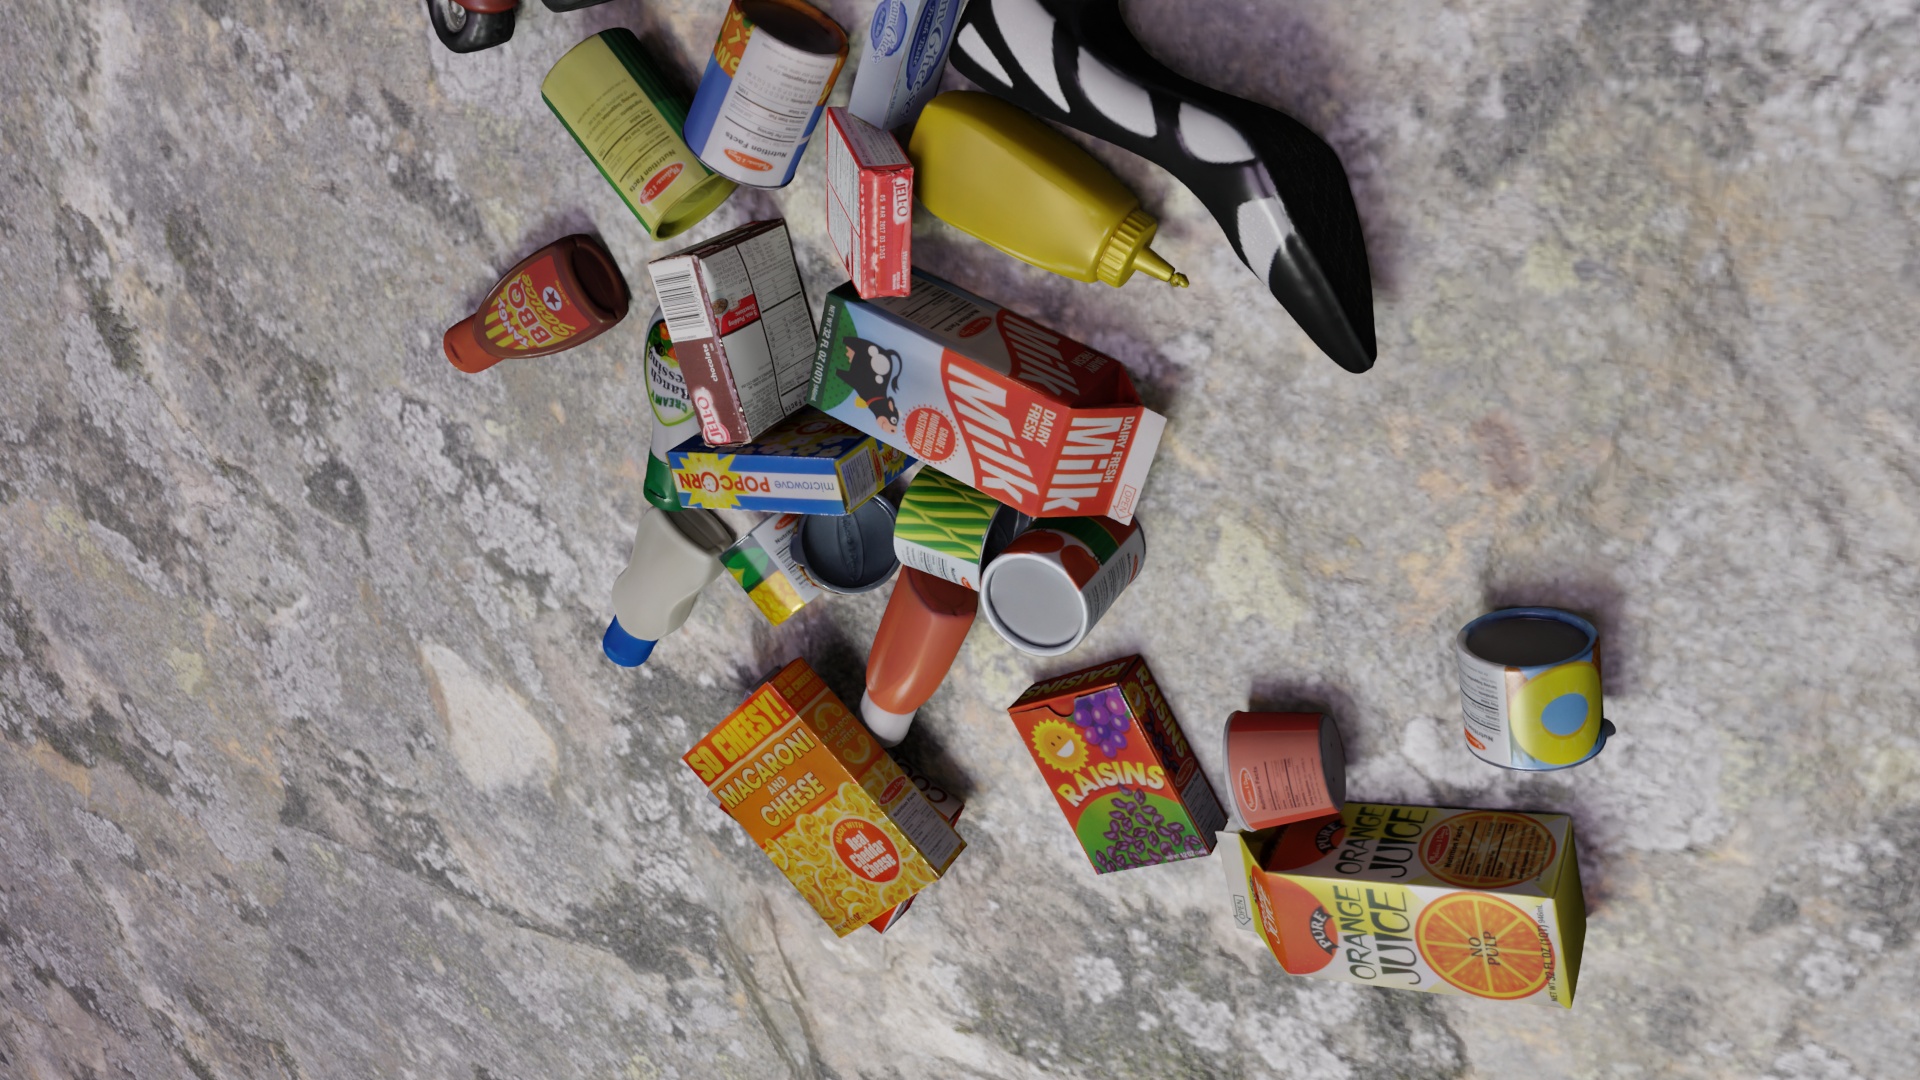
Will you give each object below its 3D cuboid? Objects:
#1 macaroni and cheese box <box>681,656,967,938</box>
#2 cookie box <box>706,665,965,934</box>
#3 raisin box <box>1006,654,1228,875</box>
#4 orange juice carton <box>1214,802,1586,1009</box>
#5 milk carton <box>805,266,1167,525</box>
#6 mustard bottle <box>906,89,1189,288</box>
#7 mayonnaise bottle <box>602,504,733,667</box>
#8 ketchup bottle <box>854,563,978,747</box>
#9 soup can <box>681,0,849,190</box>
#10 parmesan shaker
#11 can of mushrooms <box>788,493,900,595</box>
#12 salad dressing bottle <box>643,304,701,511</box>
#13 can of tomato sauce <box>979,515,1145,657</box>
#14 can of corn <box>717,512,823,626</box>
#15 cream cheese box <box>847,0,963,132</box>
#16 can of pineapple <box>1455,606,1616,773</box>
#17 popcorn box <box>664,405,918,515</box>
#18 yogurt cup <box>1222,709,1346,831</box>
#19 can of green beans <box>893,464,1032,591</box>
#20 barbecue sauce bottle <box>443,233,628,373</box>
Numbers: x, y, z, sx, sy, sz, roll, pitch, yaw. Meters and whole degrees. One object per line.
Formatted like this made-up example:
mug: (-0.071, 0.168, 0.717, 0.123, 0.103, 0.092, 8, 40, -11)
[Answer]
macaroni and cheese box: (-0.093, 0.173, 0.927, 0.166, 0.040, 0.123, 49, 129, 0)
cookie box: (-0.091, 0.185, 0.986, 0.167, 0.040, 0.122, 34, 127, 12)
raisin box: (0.095, 0.138, 0.848, 0.086, 0.040, 0.123, -21, 102, 38)
orange juice carton: (0.237, 0.196, 0.771, 0.192, 0.073, 0.071, -3, 113, 33)
milk carton: (0.017, -0.077, 0.758, 0.191, 0.074, 0.072, 27, 126, 16)
mustard bottle: (0.048, -0.169, 0.706, 0.160, 0.049, 0.065, 34, 133, 11)
mayonnaise bottle: (-0.213, 0.034, 0.978, 0.065, 0.041, 0.147, 43, 130, 6)
ketchup bottle: (-0.033, 0.073, 0.880, 0.148, 0.043, 0.065, 113, 148, -41)
soup can: (-0.106, -0.245, 0.749, 0.071, 0.072, 0.083, 39, 127, 7)
parmesan shaker: (-0.181, -0.235, 0.800, 0.071, 0.072, 0.103, -36, 93, 39)
can of mushrooms: (-0.071, 0.001, 0.847, 0.071, 0.071, 0.033, 54, 166, -4)
salad dressing bottle: (-0.176, -0.087, 0.888, 0.064, 0.044, 0.146, 29, 127, 17)
can of tomato sauce: (0.056, 0.017, 0.778, 0.071, 0.083, 0.070, 14, 121, 24)
can of corn: (-0.112, 0.014, 0.891, 0.071, 0.071, 0.058, -35, 94, 39)
cream cheese box: (-0.022, -0.261, 0.696, 0.024, 0.054, 0.103, 30, 127, 12)
can of pineapple: (0.282, 0.072, 0.684, 0.071, 0.071, 0.057, 0, 115, 31)
popcorn box: (-0.100, -0.051, 0.835, 0.126, 0.085, 0.038, 4, 118, 29)
yogurt cup: (0.182, 0.126, 0.775, 0.054, 0.073, 0.072, -11, 109, 26)
can of green beans: (0.002, -0.008, 0.809, 0.058, 0.071, 0.071, 19, 123, 22)
barbecue sauce bottle: (-0.287, -0.150, 0.922, 0.148, 0.044, 0.064, -16, 107, 37)
